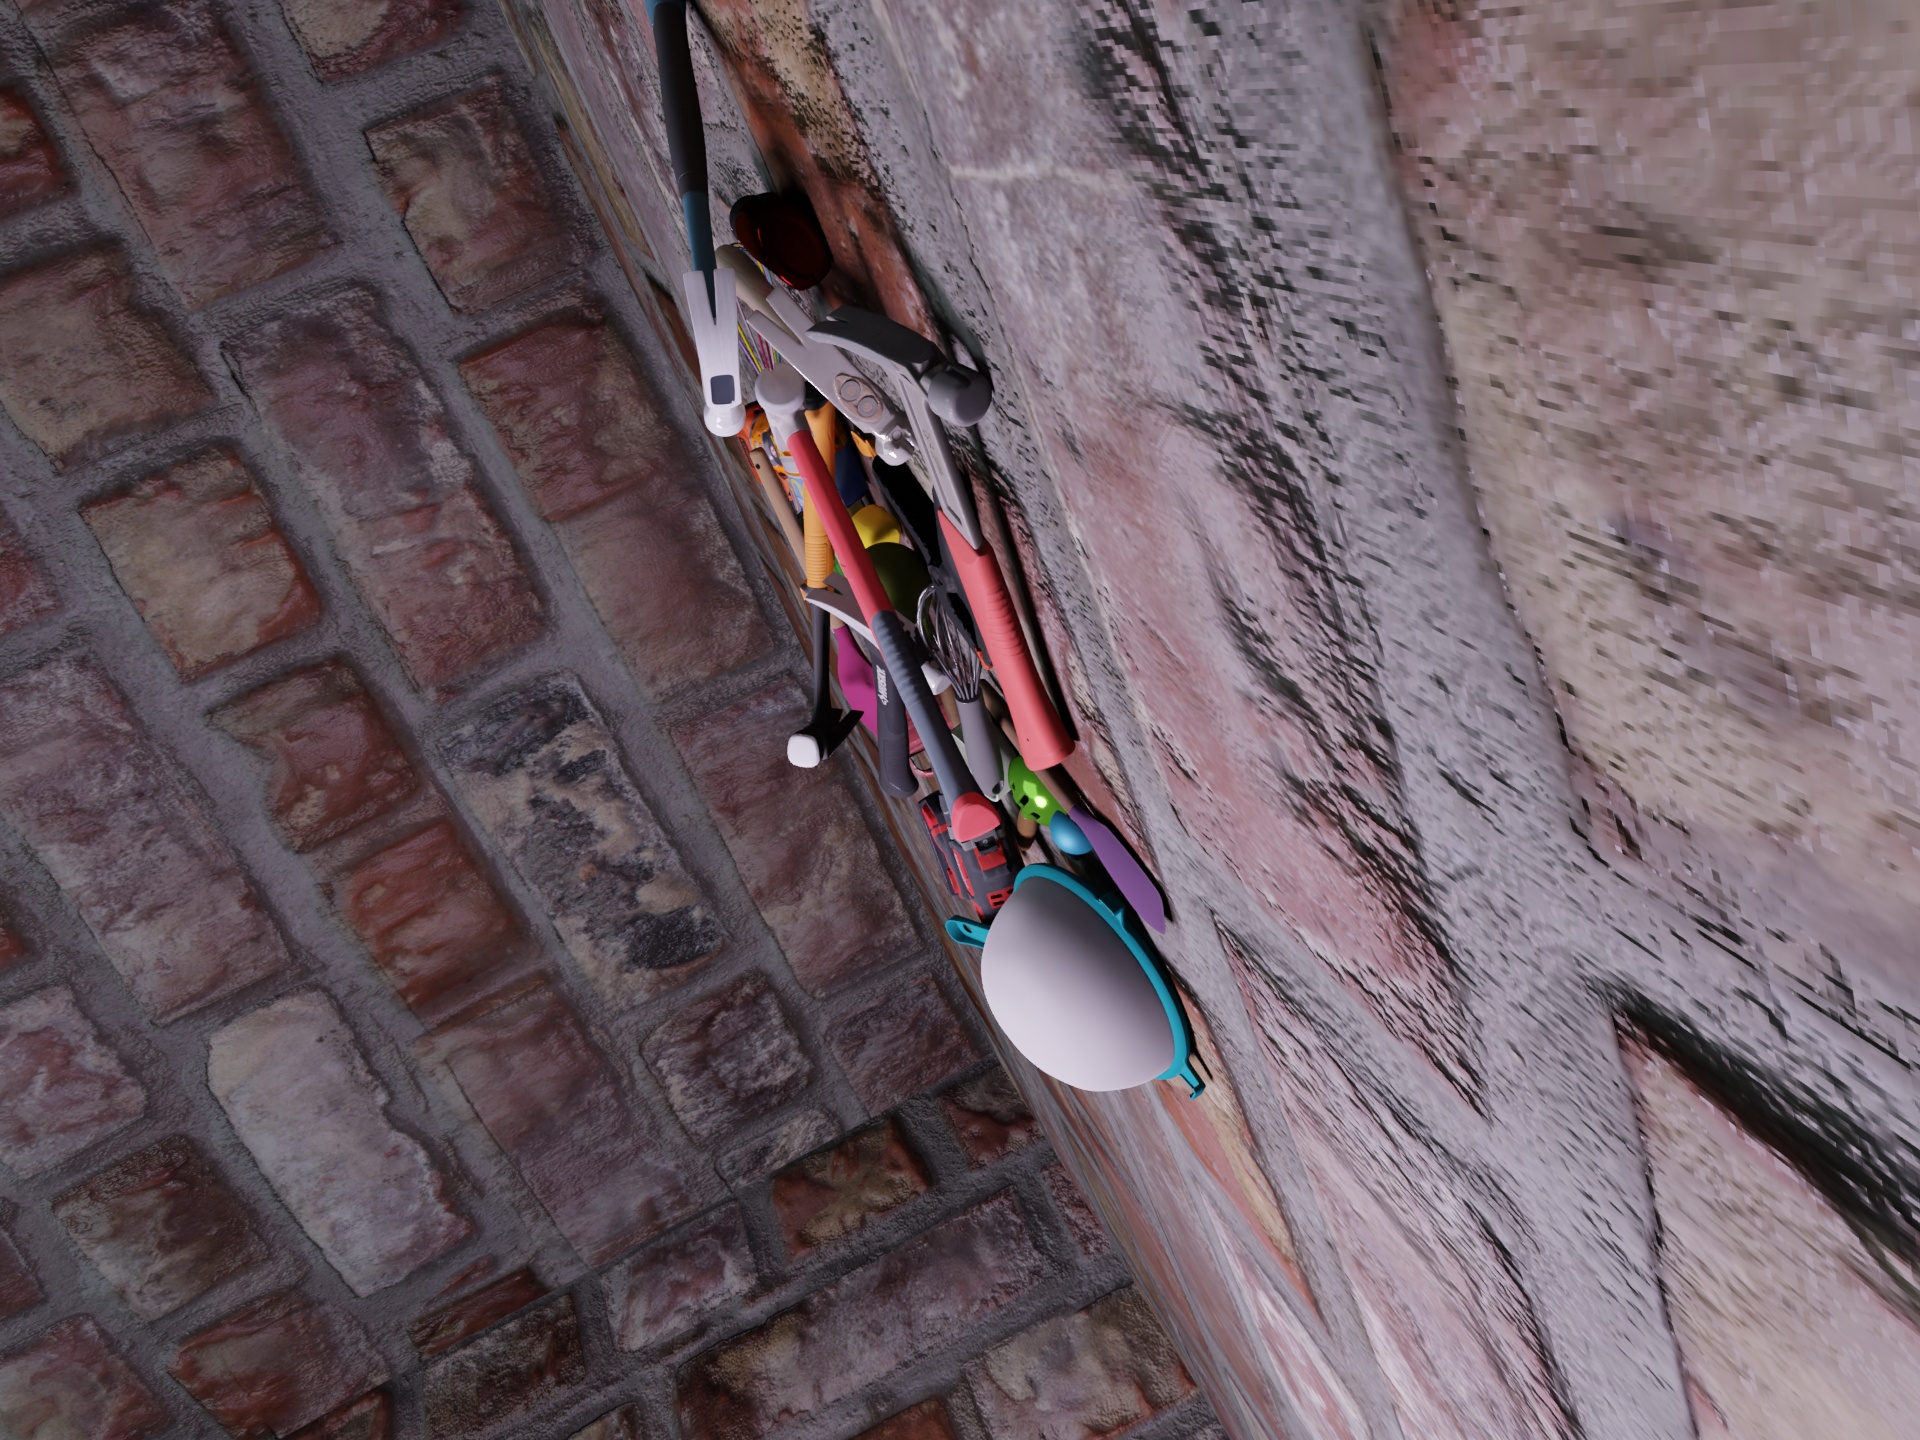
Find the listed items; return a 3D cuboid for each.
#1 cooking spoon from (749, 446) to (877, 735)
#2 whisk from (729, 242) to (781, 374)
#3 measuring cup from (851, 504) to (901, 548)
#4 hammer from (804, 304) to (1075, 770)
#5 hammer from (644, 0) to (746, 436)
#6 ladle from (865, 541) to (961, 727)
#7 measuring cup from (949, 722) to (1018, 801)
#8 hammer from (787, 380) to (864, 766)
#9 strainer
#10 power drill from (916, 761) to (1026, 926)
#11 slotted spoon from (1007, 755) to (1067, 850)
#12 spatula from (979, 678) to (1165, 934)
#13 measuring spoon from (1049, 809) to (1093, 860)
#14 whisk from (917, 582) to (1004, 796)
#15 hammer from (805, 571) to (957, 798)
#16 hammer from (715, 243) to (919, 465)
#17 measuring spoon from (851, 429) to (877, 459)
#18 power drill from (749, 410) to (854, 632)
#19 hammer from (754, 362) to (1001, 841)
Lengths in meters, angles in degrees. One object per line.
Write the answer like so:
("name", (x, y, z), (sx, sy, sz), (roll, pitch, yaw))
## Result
("cooking spoon", (-0.124, -0.112, 1.495), (0.069, 0.017, 0.318), (-1, 124, 43))
("whisk", (-0.169, -0.315, 1.455), (0.047, 0.051, 0.244), (-71, -32, -61))
("measuring cup", (-0.062, -0.140, 1.447), (0.029, 0.062, 0.156), (34, 171, 29))
("hammer", (0.007, -0.100, 1.034), (0.149, 0.037, 0.358), (36, 158, 42))
("hammer", (-0.189, -0.377, 1.126), (0.128, 0.033, 0.331), (110, 151, -73))
("ladle", (-0.038, -0.064, 1.479), (0.319, 0.062, 0.078), (71, -174, -62))
("measuring cup", (-0.002, -0.005, 1.429), (0.168, 0.038, 0.083), (54, 168, 10))
("hammer", (-0.122, -0.134, 1.420), (0.127, 0.034, 0.336), (-52, -35, -66))
("strainer", (0.051, 0.225, 1.361), (0.340, 0.095, 0.211), (6, 126, 59))
("power drill", (0.009, 0.103, 1.575), (0.227, 0.080, 0.188), (-177, 66, -85))
("slotted spoon", (0.062, 0.089, 1.434), (0.070, 0.031, 0.313), (52, 172, 11))
("spatula", (0.079, 0.056, 1.228), (0.316, 0.018, 0.059), (-126, 19, -48))
("measuring spoon", (0.087, 0.105, 1.305), (0.042, 0.021, 0.128), (43, 170, 13))
("whisk", (0.008, -0.023, 1.264), (0.055, 0.055, 0.238), (56, 166, 44))
("hammer", (-0.066, -0.012, 1.436), (0.146, 0.035, 0.334), (40, 160, 16))
("hammer", (-0.142, -0.313, 1.213), (0.146, 0.038, 0.411), (41, -173, -33))
("measuring spoon", (-0.079, -0.235, 1.346), (0.021, 0.011, 0.117), (65, 176, -19))
("power drill", (-0.139, -0.204, 1.597), (0.226, 0.084, 0.164), (69, 169, -16))
("hammer", (-0.065, -0.085, 1.244), (0.143, 0.038, 0.386), (89, 156, -80))
